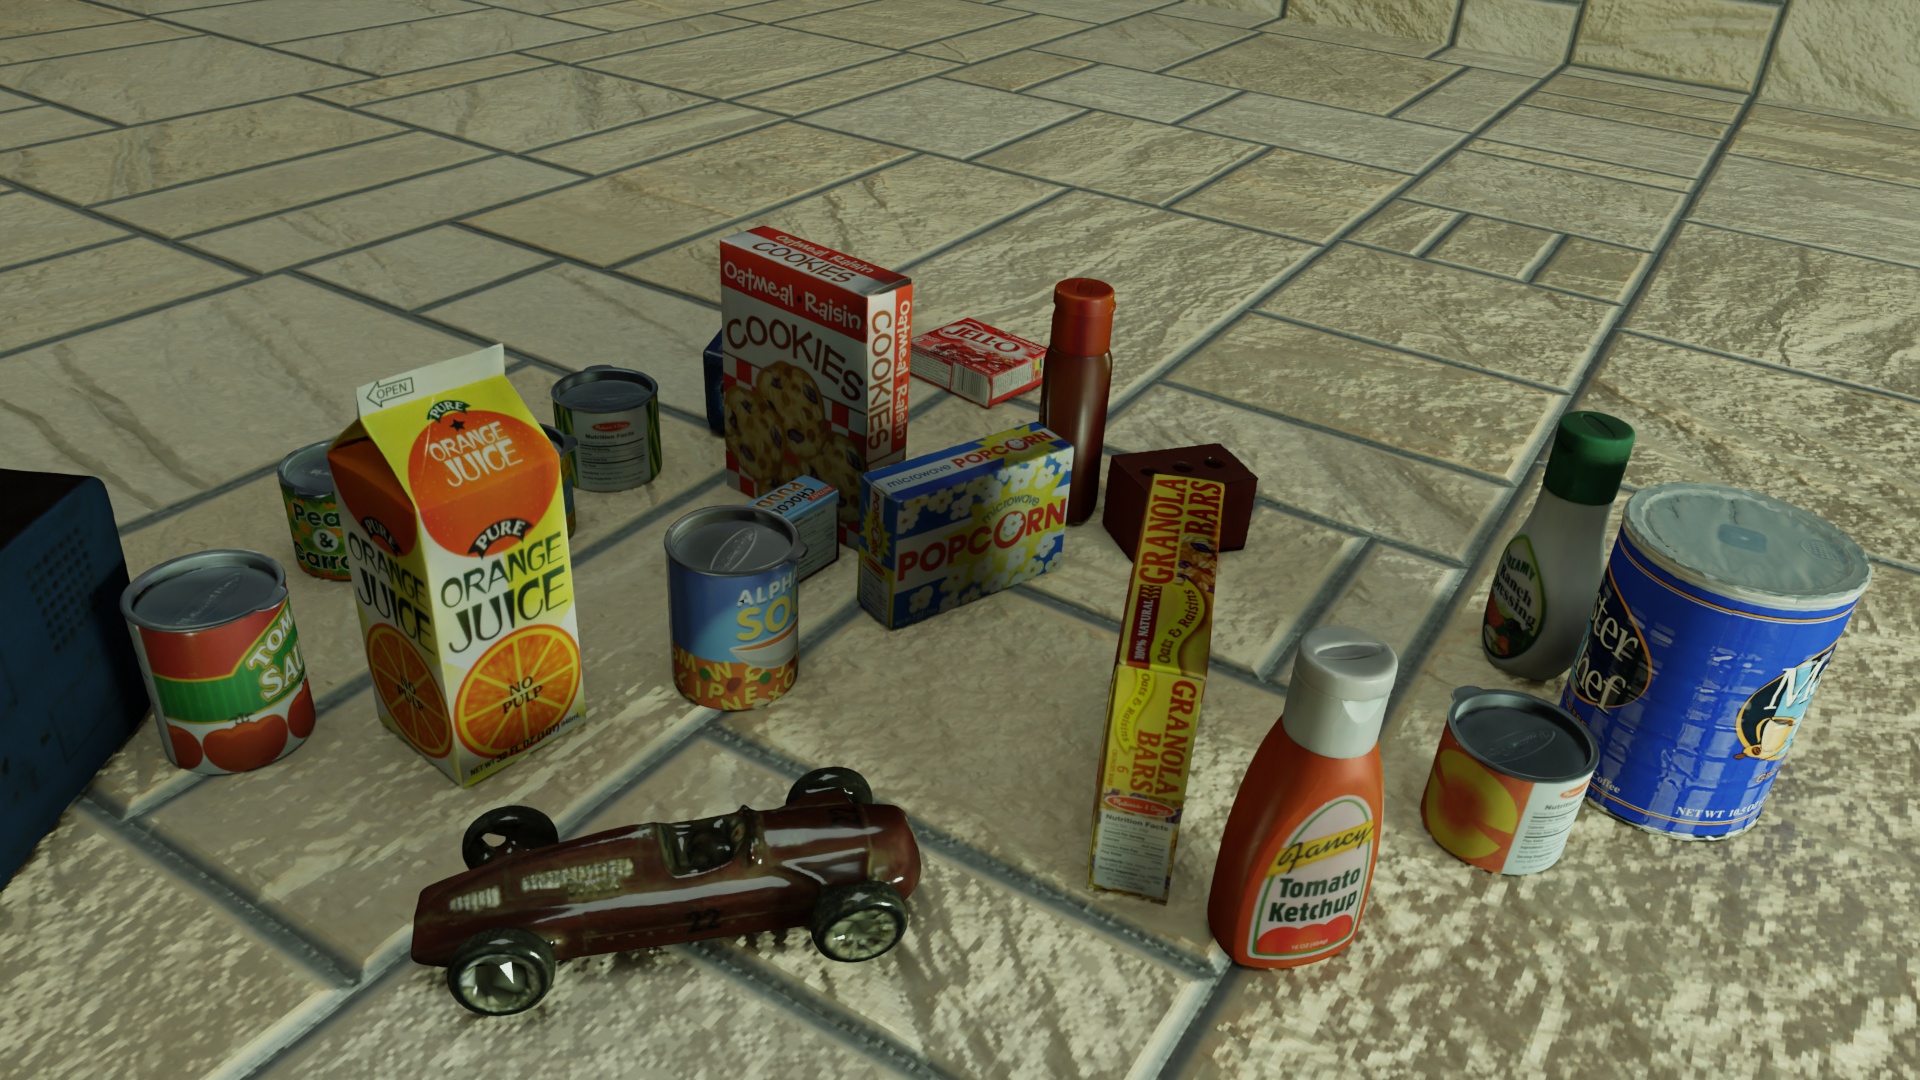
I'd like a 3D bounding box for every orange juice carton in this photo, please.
[{"bbox_3d":[-0.227,0.008,0.630,0.073,0.191,0.072,26,37,32],"label":"orange juice carton"}]

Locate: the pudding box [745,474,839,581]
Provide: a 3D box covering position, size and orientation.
[{"bbox_3d":[-0.106,0.001,0.793,0.030,0.049,0.084,23,36,29],"label":"pudding box"}]

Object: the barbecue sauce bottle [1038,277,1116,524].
[{"bbox_3d":[0.071,-0.087,0.864,0.044,0.147,0.065,7,31,5],"label":"barbecue sauce bottle"}]

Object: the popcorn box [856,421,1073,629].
[{"bbox_3d":[0.003,-0.010,0.789,0.127,0.084,0.038,-19,38,-33],"label":"popcorn box"}]

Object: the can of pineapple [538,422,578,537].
[{"bbox_3d":[-0.261,-0.030,0.819,0.071,0.057,0.071,3,31,-2],"label":"can of pineapple"}]

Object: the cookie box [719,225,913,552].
[{"bbox_3d":[-0.088,-0.092,0.835,0.123,0.166,0.040,26,37,32],"label":"cookie box"}]

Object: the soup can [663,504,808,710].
[{"bbox_3d":[-0.112,0.035,0.703,0.071,0.083,0.072,3,31,-2],"label":"soup can"}]

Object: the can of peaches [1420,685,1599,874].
[{"bbox_3d":[0.251,0.110,0.644,0.071,0.057,0.071,3,31,-2],"label":"can of peaches"}]

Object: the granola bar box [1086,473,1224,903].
[{"bbox_3d":[0.091,0.062,0.642,0.039,0.123,0.166,9,31,8],"label":"granola bar box"}]

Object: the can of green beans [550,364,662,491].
[{"bbox_3d":[-0.226,-0.072,0.892,0.071,0.057,0.071,3,31,-2],"label":"can of green beans"}]

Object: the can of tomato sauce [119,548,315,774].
[{"bbox_3d":[-0.339,0.056,0.643,0.071,0.082,0.071,3,31,-2],"label":"can of tomato sauce"}]

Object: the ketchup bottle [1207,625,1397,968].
[{"bbox_3d":[0.140,0.103,0.554,0.065,0.148,0.044,-5,32,-15],"label":"ketchup bottle"}]

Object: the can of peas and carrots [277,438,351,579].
[{"bbox_3d":[-0.347,-0.017,0.787,0.071,0.058,0.071,3,31,-2],"label":"can of peas and carrots"}]

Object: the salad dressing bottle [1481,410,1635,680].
[{"bbox_3d":[0.319,0.004,0.741,0.044,0.146,0.064,-1,31,-8],"label":"salad dressing bottle"}]
